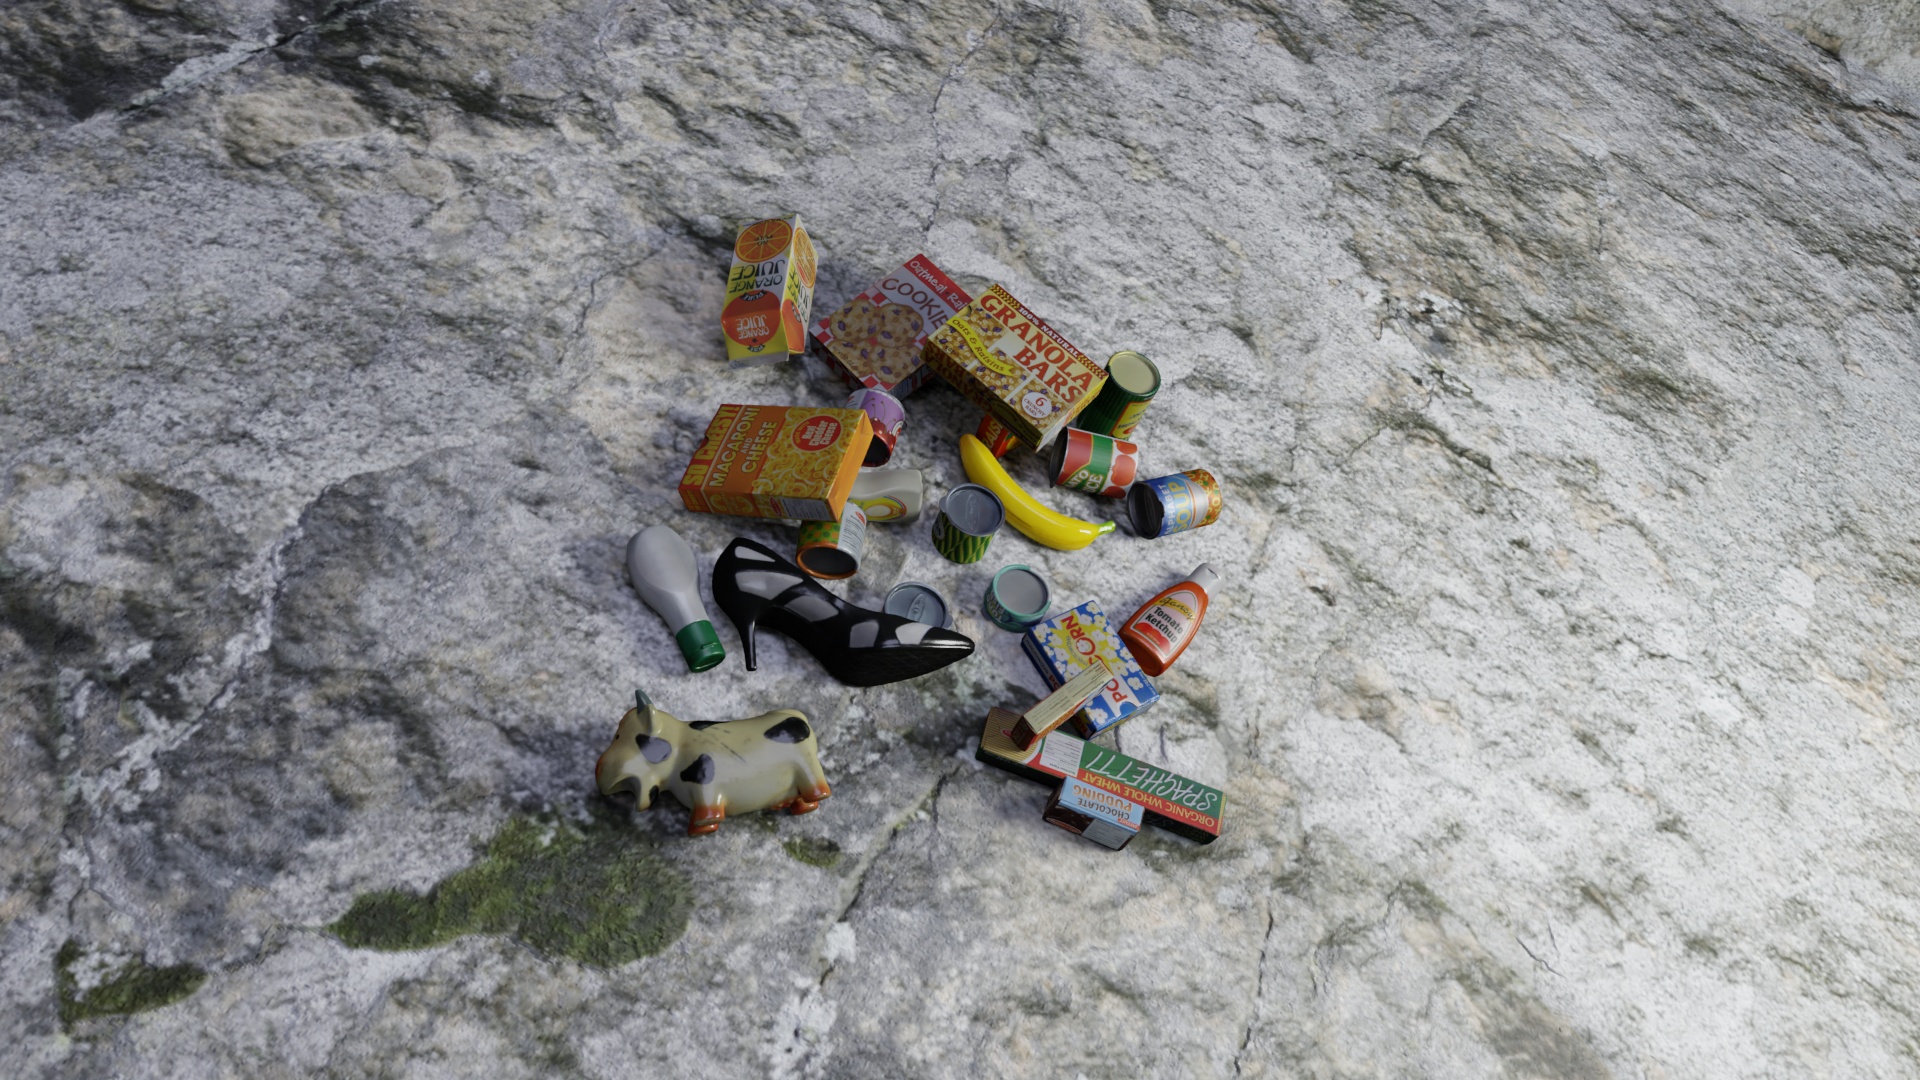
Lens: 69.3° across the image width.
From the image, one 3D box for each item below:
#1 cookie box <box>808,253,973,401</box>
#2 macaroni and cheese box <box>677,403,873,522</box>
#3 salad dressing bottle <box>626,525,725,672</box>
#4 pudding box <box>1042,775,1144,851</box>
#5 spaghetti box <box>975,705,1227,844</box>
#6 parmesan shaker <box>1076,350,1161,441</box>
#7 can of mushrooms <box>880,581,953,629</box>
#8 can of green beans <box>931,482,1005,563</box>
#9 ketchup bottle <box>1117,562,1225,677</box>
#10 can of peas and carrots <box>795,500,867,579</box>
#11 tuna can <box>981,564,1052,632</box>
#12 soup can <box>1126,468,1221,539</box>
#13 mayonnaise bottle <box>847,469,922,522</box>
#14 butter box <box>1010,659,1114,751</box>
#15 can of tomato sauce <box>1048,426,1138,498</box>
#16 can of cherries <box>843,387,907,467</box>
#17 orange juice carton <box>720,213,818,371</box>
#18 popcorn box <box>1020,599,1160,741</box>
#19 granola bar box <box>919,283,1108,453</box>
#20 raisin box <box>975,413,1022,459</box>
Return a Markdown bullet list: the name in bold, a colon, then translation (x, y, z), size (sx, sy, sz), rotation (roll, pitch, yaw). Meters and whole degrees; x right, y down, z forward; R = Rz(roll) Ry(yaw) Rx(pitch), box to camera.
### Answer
- **cookie box**: translation (-0.067, -0.234, 1.560), size (0.168, 0.040, 0.123), rotation (-38, 68, -19)
- **macaroni and cheese box**: translation (-0.187, -0.082, 1.407), size (0.166, 0.040, 0.124), rotation (5, 51, 18)
- **salad dressing bottle**: translation (-0.271, 0.056, 1.330), size (0.064, 0.043, 0.148), rotation (-17, 65, -29)
- **pudding box**: translation (0.126, 0.259, 1.318), size (0.084, 0.049, 0.030), rotation (22, 52, -3)
- **spaghetti box**: translation (0.138, 0.230, 1.354), size (0.250, 0.028, 0.050), rotation (21, 54, -3)
- **parmesan shaker**: translation (0.178, -0.158, 1.580), size (0.071, 0.102, 0.071), rotation (8, 56, -13)
- **can of mushrooms**: translation (-0.045, 0.078, 1.394), size (0.071, 0.033, 0.071), rotation (9, 55, -12)
- **can of green beans**: translation (0.007, -0.018, 1.459), size (0.071, 0.057, 0.071), rotation (9, 56, -13)
- **ketchup bottle**: translation (0.228, 0.079, 1.476), size (0.065, 0.043, 0.149), rotation (41, 54, 11)
- **can of peas and carrots**: translation (-0.132, -0.001, 1.400), size (0.071, 0.070, 0.059), rotation (12, 55, -10)
- **tuna can**: translation (0.058, 0.060, 1.439), size (0.071, 0.032, 0.071), rotation (9, 55, -13)
- **soup can**: translation (0.239, -0.041, 1.542), size (0.084, 0.071, 0.071), rotation (-13, 62, -25)
- **mayonnaise bottle**: translation (-0.115, -0.045, 1.437), size (0.148, 0.064, 0.041), rotation (-2, 56, -8)
- **butter box**: translation (0.097, 0.158, 1.331), size (0.104, 0.053, 0.024), rotation (-33, 74, -25)
- **can of tomato sauce**: translation (0.147, -0.084, 1.545), size (0.083, 0.070, 0.071), rotation (12, 55, -11)
- **can of cherries**: translation (-0.096, -0.119, 1.490), size (0.071, 0.071, 0.059), rotation (20, 54, -4)
- **orange juice carton**: translation (-0.211, -0.265, 1.531), size (0.072, 0.072, 0.193), rotation (-7, 54, 14)
- **popcorn box**: translation (0.131, 0.131, 1.412), size (0.085, 0.038, 0.127), rotation (-21, 66, -29)
- **granola bar box**: translation (0.058, -0.188, 1.493), size (0.166, 0.038, 0.125), rotation (41, 56, 9)
- **raisin box**: translation (0.082, -0.151, 1.555), size (0.124, 0.085, 0.040), rotation (-31, 73, -32)
